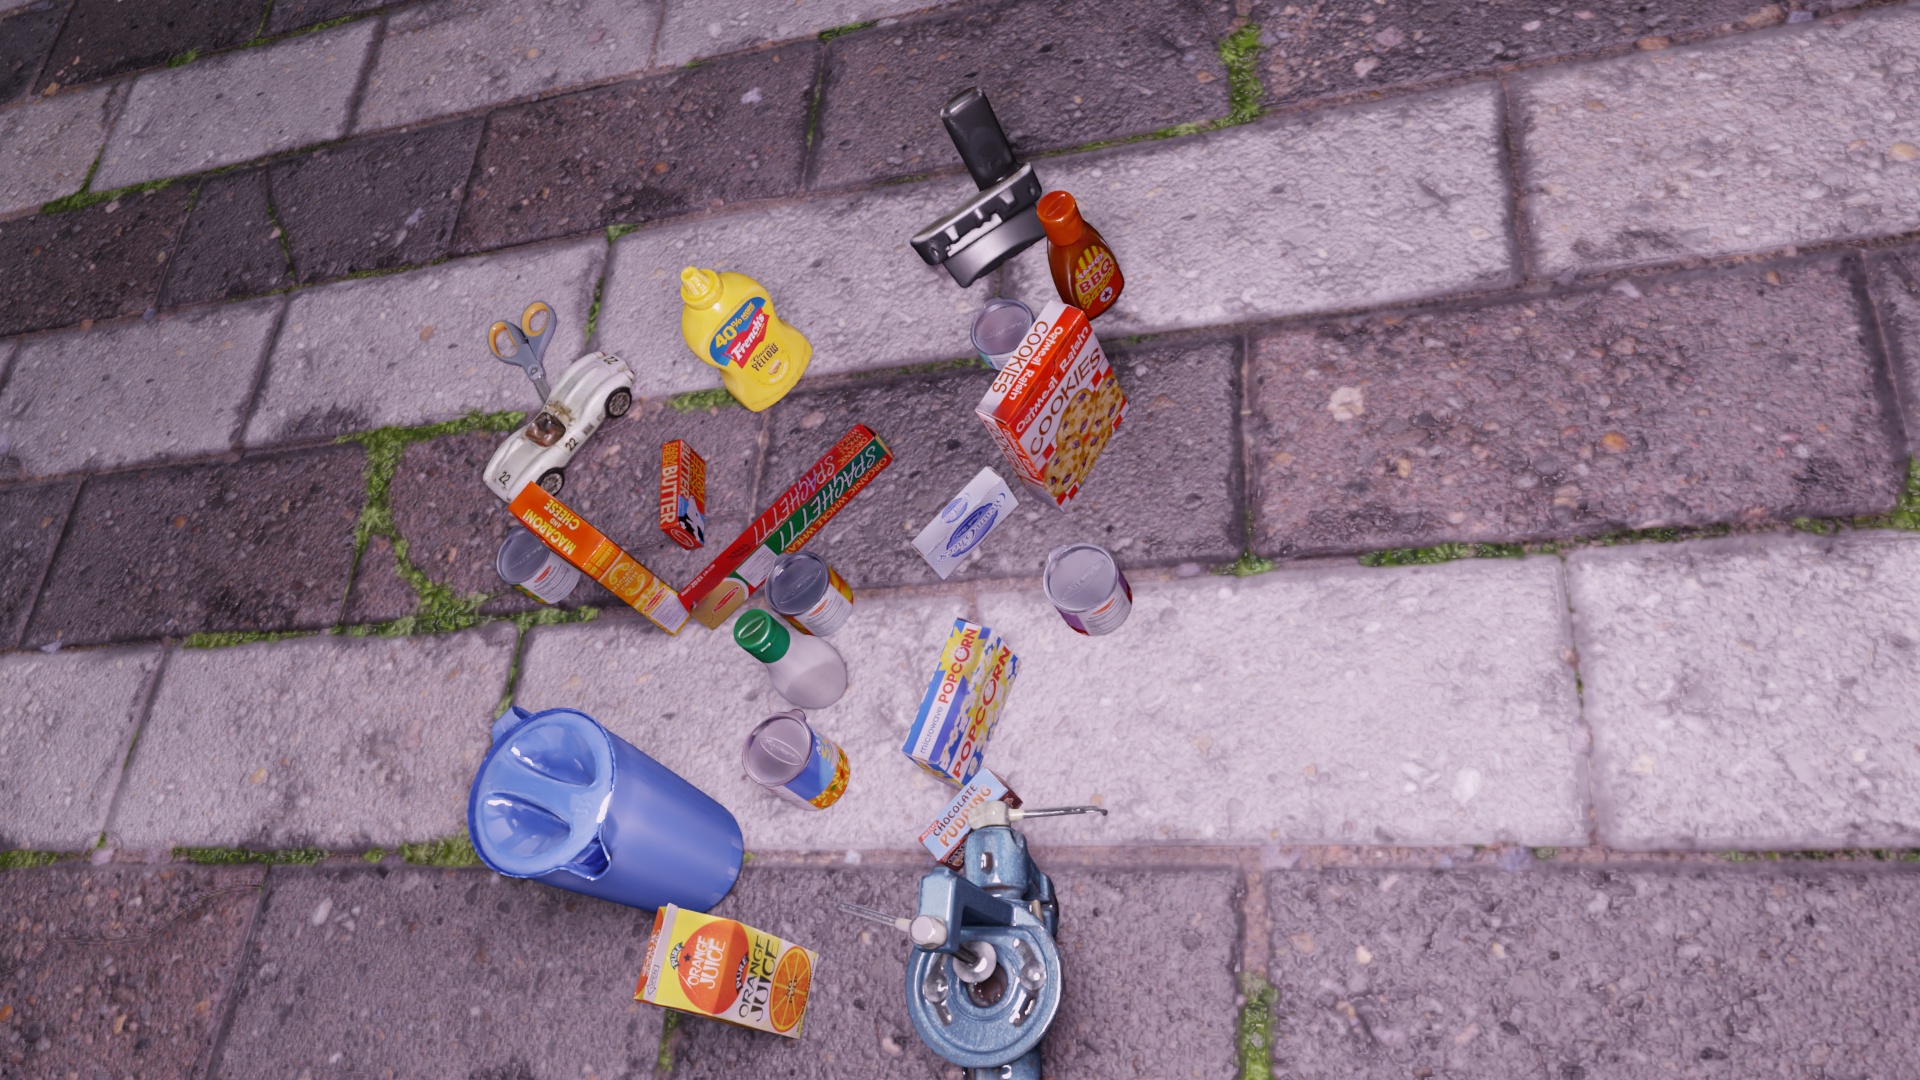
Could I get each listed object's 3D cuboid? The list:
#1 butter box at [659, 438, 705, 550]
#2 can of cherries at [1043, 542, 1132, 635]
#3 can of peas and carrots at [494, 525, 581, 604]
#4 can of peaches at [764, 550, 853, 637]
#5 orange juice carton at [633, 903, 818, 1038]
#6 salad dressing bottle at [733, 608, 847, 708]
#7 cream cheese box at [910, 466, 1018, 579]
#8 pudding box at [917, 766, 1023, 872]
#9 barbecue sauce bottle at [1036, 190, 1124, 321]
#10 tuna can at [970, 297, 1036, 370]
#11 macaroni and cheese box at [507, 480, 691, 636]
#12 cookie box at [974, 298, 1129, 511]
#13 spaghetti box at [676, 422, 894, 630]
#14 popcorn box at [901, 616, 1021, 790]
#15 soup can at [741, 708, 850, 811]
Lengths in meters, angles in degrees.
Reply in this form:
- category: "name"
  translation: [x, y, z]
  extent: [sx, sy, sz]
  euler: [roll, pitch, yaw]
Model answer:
- category: "butter box"
  translation: [-0.283, -0.047, 1.416]
  extent: [0.024, 0.053, 0.104]
  euler: [-13, 60, 15]
- category: "can of cherries"
  translation: [0.111, 0.041, 1.211]
  extent: [0.071, 0.058, 0.072]
  euler: [-9, 62, 18]
- category: "can of peas and carrots"
  translation: [-0.437, 0.024, 1.438]
  extent: [0.071, 0.058, 0.071]
  euler: [-9, 62, 18]
- category: "can of peaches"
  translation: [-0.143, 0.050, 1.308]
  extent: [0.071, 0.058, 0.071]
  euler: [-9, 62, 18]
- category: "orange juice carton"
  translation: [-0.191, 0.340, 1.098]
  extent: [0.073, 0.192, 0.072]
  euler: [2, 66, 23]
- category: "salad dressing bottle"
  translation: [-0.150, 0.104, 1.230]
  extent: [0.064, 0.147, 0.044]
  euler: [-37, 57, 1]
- category: "cream cheese box"
  translation: [0.005, -0.016, 1.285]
  extent: [0.104, 0.053, 0.024]
  euler: [-46, 57, -5]
- category: "pudding box"
  translation: [0.008, 0.233, 1.159]
  extent: [0.084, 0.049, 0.030]
  euler: [-46, 57, -5]
- category: "barbecue sauce bottle"
  translation: [0.110, -0.272, 1.318]
  extent: [0.065, 0.148, 0.044]
  euler: [-46, 57, -5]
- category: "tuna can"
  translation: [0.045, -0.206, 1.379]
  extent: [0.071, 0.032, 0.071]
  euler: [-9, 62, 17]
- category: "macaroni and cheese box"
  translation: [-0.343, 0.020, 1.339]
  extent: [0.124, 0.166, 0.040]
  euler: [32, 80, 31]
- category: "cookie box"
  translation: [0.087, -0.117, 1.237]
  extent: [0.040, 0.167, 0.123]
  euler: [26, 77, 30]
- category: "spaghetti box"
  translation: [-0.168, -0.014, 1.356]
  extent: [0.250, 0.050, 0.029]
  euler: [-44, 57, -4]
- category: "popcorn box"
  translation: [0.002, 0.141, 1.187]
  extent: [0.038, 0.085, 0.127]
  euler: [14, 70, 27]
- category: "soup can"
  translation: [-0.141, 0.193, 1.218]
  extent: [0.071, 0.083, 0.071]
  euler: [-9, 62, 18]
